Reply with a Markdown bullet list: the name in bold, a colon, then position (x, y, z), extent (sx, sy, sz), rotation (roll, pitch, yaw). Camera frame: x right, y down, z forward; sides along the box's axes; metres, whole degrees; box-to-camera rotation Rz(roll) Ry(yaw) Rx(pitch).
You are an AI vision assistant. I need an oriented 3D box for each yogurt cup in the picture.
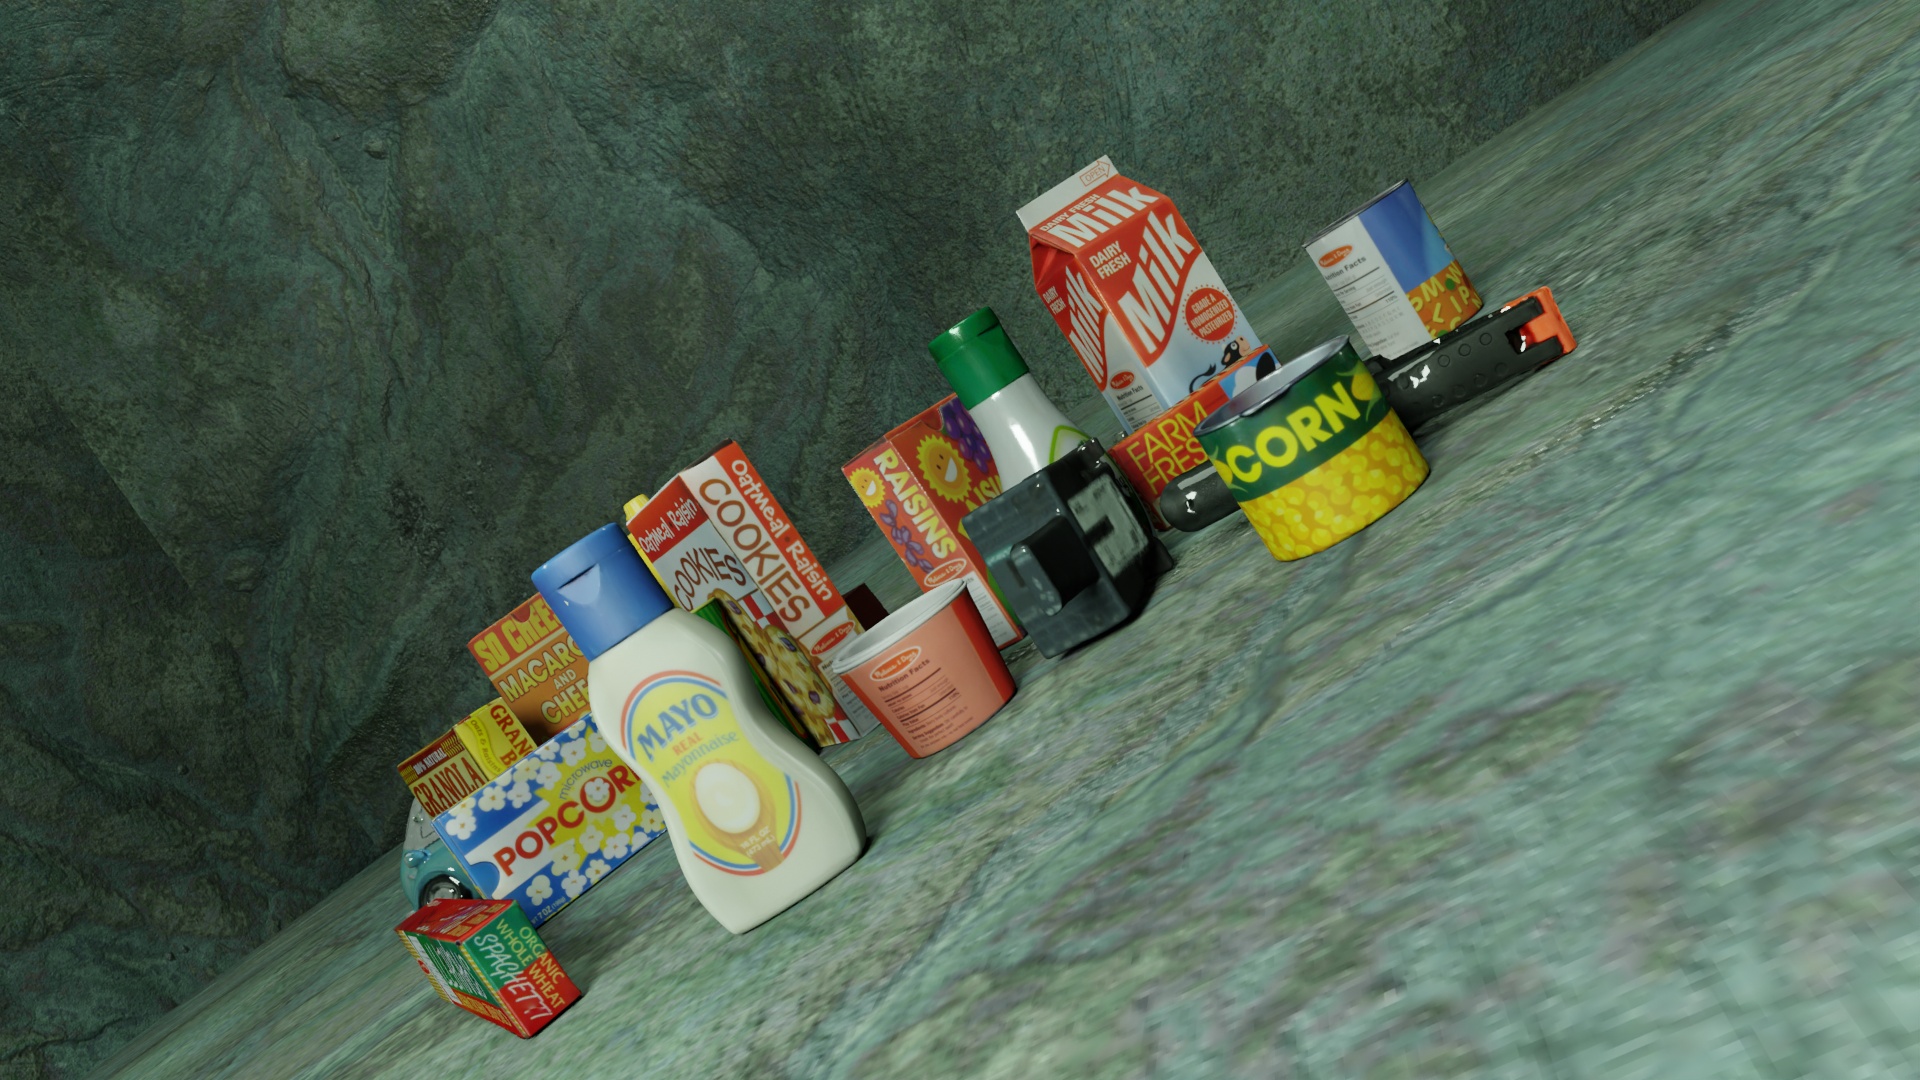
- **yogurt cup**: position (-0.013, 0.056, 0.592), extent (0.072, 0.054, 0.072), rotation (-33, 4, 3)

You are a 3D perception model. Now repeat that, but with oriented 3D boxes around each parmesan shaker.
- **parmesan shaker**: position (-0.133, 0.092, 0.749), extent (0.071, 0.103, 0.071), rotation (-34, 4, 3)

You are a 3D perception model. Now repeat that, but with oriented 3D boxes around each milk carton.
- **milk carton**: position (0.111, -0.129, 0.816), extent (0.072, 0.190, 0.073), rotation (-35, 4, -16)

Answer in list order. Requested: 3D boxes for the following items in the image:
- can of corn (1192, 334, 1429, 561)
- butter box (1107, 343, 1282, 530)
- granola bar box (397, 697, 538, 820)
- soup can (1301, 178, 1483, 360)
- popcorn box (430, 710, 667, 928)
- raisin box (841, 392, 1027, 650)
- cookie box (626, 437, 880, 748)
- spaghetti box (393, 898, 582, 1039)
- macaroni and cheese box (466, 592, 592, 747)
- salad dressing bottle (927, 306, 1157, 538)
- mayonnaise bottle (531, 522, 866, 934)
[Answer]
- **can of corn**: position (0.128, -0.033, 0.510), extent (0.071, 0.058, 0.071), rotation (-33, 4, 3)
- **butter box**: position (0.133, -0.054, 0.737), extent (0.103, 0.053, 0.024), rotation (-34, 4, -3)
- **granola bar box**: position (-0.304, 0.177, 0.913), extent (0.039, 0.124, 0.165), rotation (-37, 5, -37)
- **soup can**: position (0.246, -0.152, 0.784), extent (0.071, 0.083, 0.071), rotation (-34, 4, 3)
- **popcorn box**: position (-0.235, 0.163, 0.826), extent (0.127, 0.085, 0.038), rotation (-36, 5, -30)
- **raisin box**: position (0.003, -0.009, 0.732), extent (0.040, 0.123, 0.086), rotation (-31, 5, 35)
- **cookie box**: position (-0.110, 0.036, 0.769), extent (0.040, 0.167, 0.122), rotation (-36, 5, -29)
- **spaghetti box**: position (-0.228, 0.196, 0.652), extent (0.029, 0.050, 0.249), rotation (-36, 5, -30)
- **macaroni and cheese box**: position (-0.232, 0.104, 0.912), extent (0.123, 0.166, 0.040), rotation (-31, 5, 29)
- **salad dressing bottle**: position (0.038, -0.042, 0.670), extent (0.064, 0.147, 0.044), rotation (-37, 5, -39)
- **mayonnaise bottle**: position (-0.097, 0.064, 0.498), extent (0.065, 0.148, 0.041), rotation (-34, 4, 2)
